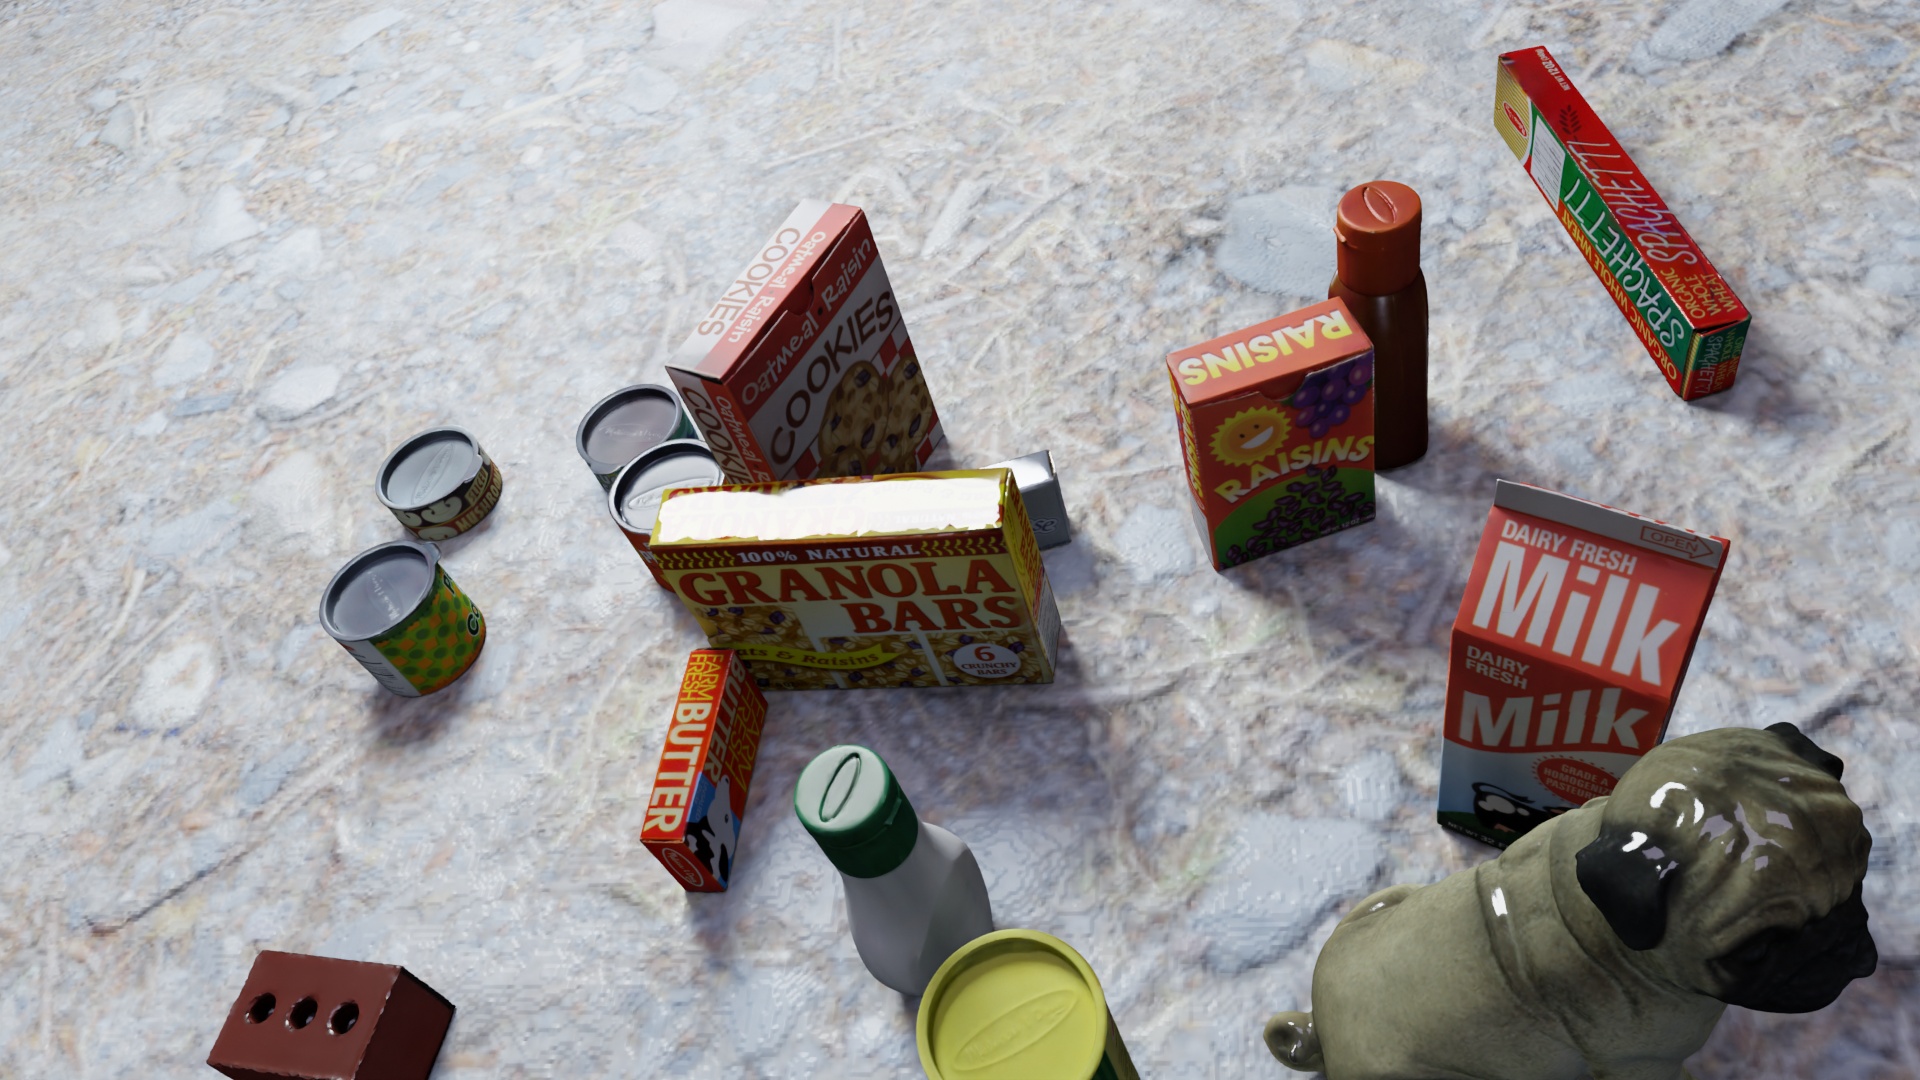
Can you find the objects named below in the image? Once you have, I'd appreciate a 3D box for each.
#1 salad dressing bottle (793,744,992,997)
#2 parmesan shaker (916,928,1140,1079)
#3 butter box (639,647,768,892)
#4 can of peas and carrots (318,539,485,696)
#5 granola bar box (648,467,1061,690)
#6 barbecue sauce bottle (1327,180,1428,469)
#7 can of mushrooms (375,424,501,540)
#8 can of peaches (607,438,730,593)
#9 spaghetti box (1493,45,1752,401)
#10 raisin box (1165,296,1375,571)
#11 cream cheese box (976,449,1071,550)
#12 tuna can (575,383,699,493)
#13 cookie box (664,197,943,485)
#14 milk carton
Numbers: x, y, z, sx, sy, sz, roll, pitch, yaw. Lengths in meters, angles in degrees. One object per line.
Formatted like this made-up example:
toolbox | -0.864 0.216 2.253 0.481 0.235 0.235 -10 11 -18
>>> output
salad dressing bottle | -0.025 0.131 0.546 0.044 0.147 0.064 10 56 24
parmesan shaker | 0.030 0.196 0.506 0.071 0.102 0.072 -8 50 10
butter box | -0.119 0.107 0.655 0.024 0.053 0.104 -3 51 14
can of peas and carrots | -0.301 0.041 0.759 0.071 0.058 0.071 -8 50 10
granola bar box | -0.045 0.023 0.655 0.165 0.123 0.039 -3 52 14
barbecue sauce bottle | 0.200 -0.103 0.667 0.044 0.148 0.065 -18 49 3
can of mushrooms | -0.313 -0.035 0.840 0.071 0.033 0.071 -8 50 10
can of peaches | -0.149 -0.011 0.756 0.071 0.057 0.071 -8 50 10
spaghetti box | 0.348 -0.179 0.749 0.029 0.050 0.251 -14 50 5
raisin box | 0.148 -0.047 0.654 0.086 0.122 0.040 -18 49 2
cream cheese box | 0.003 -0.009 0.712 0.104 0.053 0.024 -15 50 4
tuna can | -0.191 -0.056 0.822 0.071 0.032 0.071 -8 50 10
cookie box | -0.071 -0.070 0.709 0.040 0.166 0.123 16 59 27
milk carton | 0.225 0.047 0.511 0.072 0.189 0.074 19 60 29
